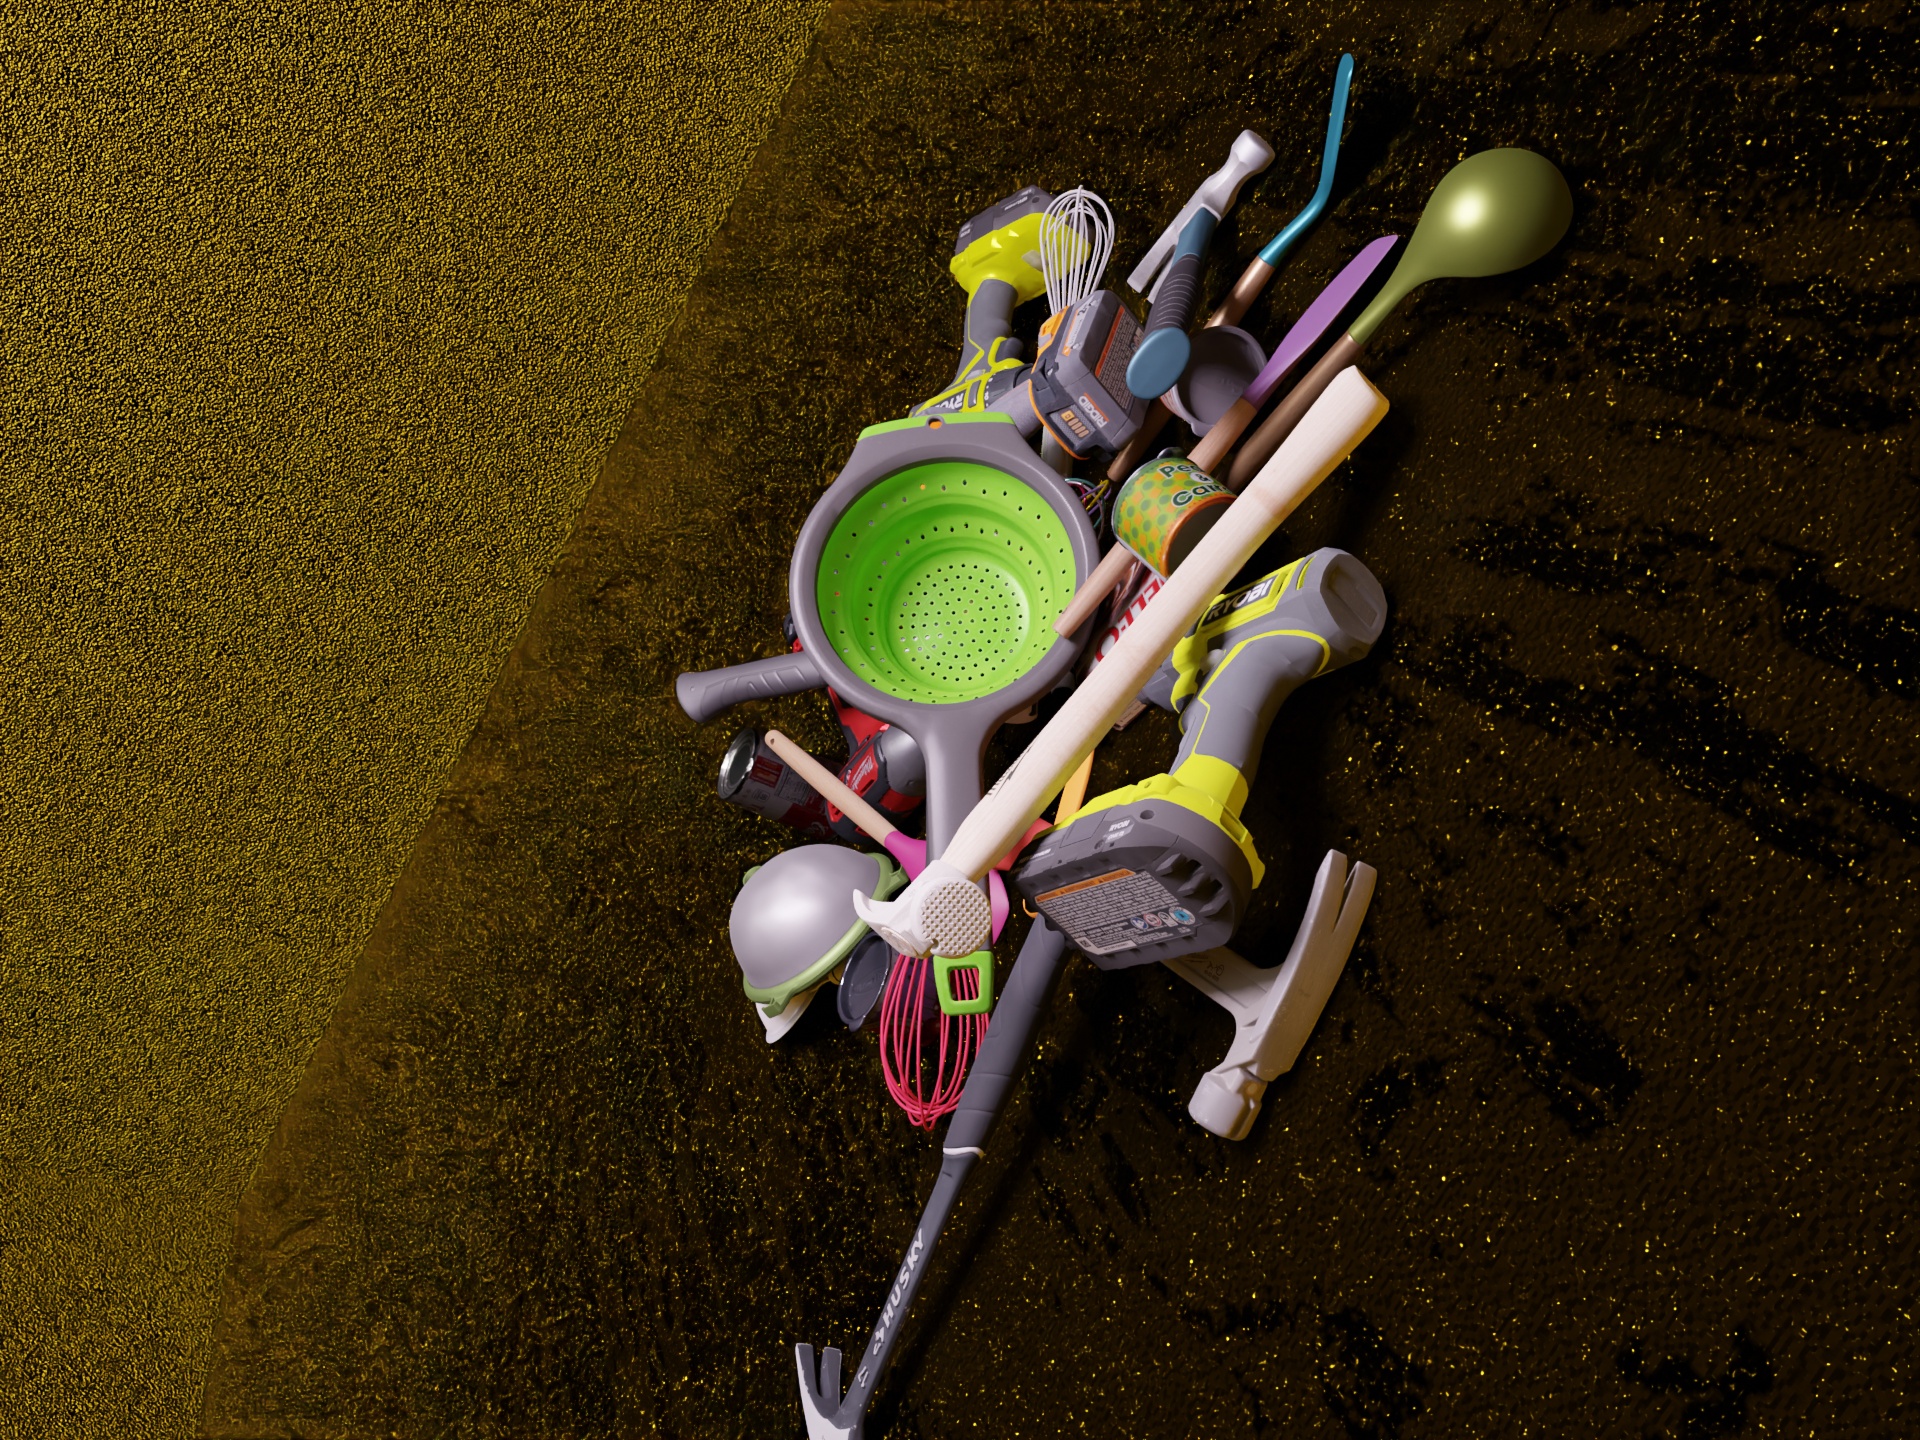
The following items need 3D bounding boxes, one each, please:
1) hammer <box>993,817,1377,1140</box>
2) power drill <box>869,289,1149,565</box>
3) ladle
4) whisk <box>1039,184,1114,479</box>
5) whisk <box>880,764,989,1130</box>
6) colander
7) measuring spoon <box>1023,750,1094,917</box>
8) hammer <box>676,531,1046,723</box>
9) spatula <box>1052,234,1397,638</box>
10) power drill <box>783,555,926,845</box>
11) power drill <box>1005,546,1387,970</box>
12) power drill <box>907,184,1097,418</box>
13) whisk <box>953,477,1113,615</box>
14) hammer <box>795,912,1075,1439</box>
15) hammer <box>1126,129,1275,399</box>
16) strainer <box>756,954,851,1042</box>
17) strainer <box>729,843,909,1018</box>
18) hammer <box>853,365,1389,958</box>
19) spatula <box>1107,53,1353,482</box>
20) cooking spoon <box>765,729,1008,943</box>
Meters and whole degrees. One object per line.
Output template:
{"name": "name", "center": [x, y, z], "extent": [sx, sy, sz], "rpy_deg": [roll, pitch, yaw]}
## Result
{"name": "hammer", "center": [0.096, 0.098, 0.921], "extent": [0.149, 0.036, 0.359], "rpy_deg": [-65, 25, 2]}
{"name": "power drill", "center": [0.027, -0.199, 1.147], "extent": [0.226, 0.084, 0.164], "rpy_deg": [-26, 29, 37]}
{"name": "ladle", "center": [0.228, -0.203, 0.938], "extent": [0.320, 0.062, 0.078], "rpy_deg": [-50, 34, 44]}
{"name": "whisk", "center": [0.082, -0.289, 1.225], "extent": [0.059, 0.058, 0.246], "rpy_deg": [18, -103, -82]}
{"name": "whisk", "center": [-0.014, 0.122, 1.050], "extent": [0.073, 0.073, 0.296], "rpy_deg": [-34, 45, 48]}
{"name": "colander", "center": [-0.002, -0.003, 1.044], "extent": [0.094, 0.204, 0.397], "rpy_deg": [66, -160, -72]}
{"name": "measuring spoon", "center": [0.059, 0.063, 0.965], "extent": [0.021, 0.011, 0.117], "rpy_deg": [-3, 65, 61]}
{"name": "hammer", "center": [-0.085, -0.050, 1.213], "extent": [0.335, 0.035, 0.146], "rpy_deg": [-10, 69, 32]}
{"name": "spatula", "center": [0.162, -0.176, 0.989], "extent": [0.316, 0.018, 0.060], "rpy_deg": [-51, 14, 2]}
{"name": "power drill", "center": [-0.066, -0.025, 1.268], "extent": [0.143, 0.078, 0.220], "rpy_deg": [-47, 45, 37]}
{"name": "power drill", "center": [0.120, 0.018, 0.845], "extent": [0.171, 0.080, 0.223], "rpy_deg": [-26, 26, 52]}
{"name": "power drill", "center": [0.045, -0.331, 1.352], "extent": [0.190, 0.080, 0.229], "rpy_deg": [-12, 59, 50]}
{"name": "whisk", "center": [0.037, -0.110, 1.214], "extent": [0.245, 0.051, 0.047], "rpy_deg": [-42, 39, 46]}
{"name": "hammer", "center": [-0.006, 0.267, 0.929], "extent": [0.409, 0.036, 0.149], "rpy_deg": [-68, 23, 8]}
{"name": "hammer", "center": [0.149, -0.295, 1.058], "extent": [0.128, 0.033, 0.331], "rpy_deg": [-48, 12, 34]}
{"name": "strainer", "center": [-0.098, 0.191, 1.217], "extent": [0.258, 0.050, 0.087], "rpy_deg": [-29, 29, 47]}
{"name": "strainer", "center": [-0.147, 0.134, 1.270], "extent": [0.151, 0.069, 0.256], "rpy_deg": [-46, 21, -12]}
{"name": "hammer", "center": [0.094, -0.038, 0.857], "extent": [0.411, 0.038, 0.146], "rpy_deg": [-49, 10, -15]}
{"name": "spatula", "center": [0.185, -0.298, 1.088], "extent": [0.317, 0.044, 0.082], "rpy_deg": [-55, 8, 25]}
{"name": "cooking spoon", "center": [-0.064, 0.077, 1.173], "extent": [0.319, 0.017, 0.068], "rpy_deg": [35, 105, 47]}
